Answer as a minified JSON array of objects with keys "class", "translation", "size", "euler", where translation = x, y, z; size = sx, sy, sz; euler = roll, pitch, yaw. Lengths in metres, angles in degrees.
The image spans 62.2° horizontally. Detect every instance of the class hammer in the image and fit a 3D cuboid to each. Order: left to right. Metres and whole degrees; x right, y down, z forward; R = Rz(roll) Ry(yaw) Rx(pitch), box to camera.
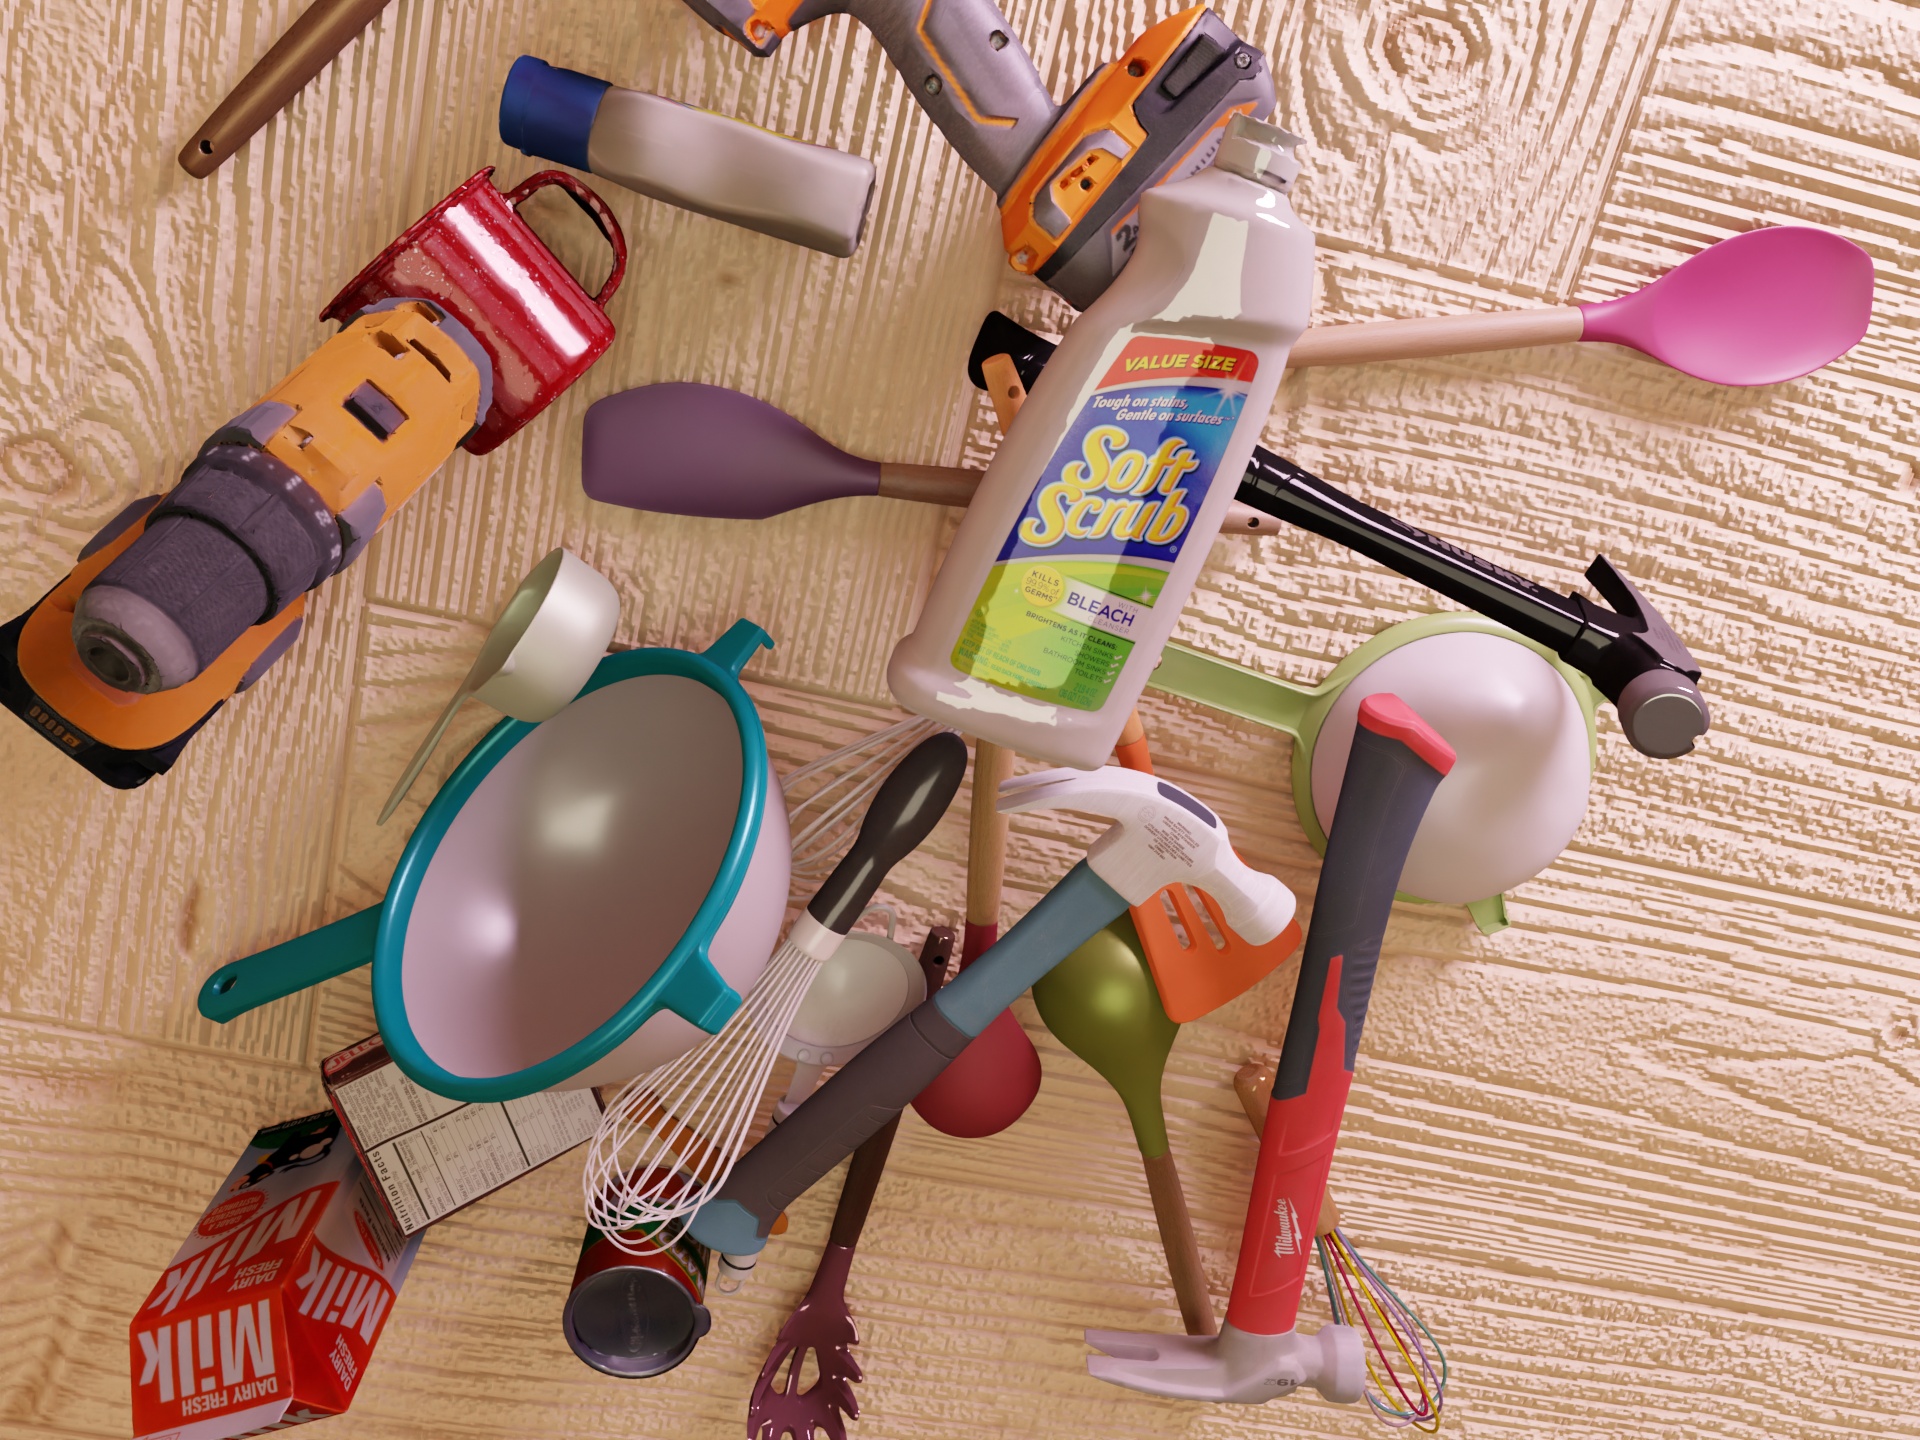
[{"class":"hammer","translation":[-0.011,0.146,0.735],"size":[0.128,0.033,0.331],"euler":[43,109,-10]},{"class":"hammer","translation":[0.152,0.169,0.754],"size":[0.143,0.038,0.386],"euler":[5,113,-2]},{"class":"hammer","translation":[0.156,-0.093,0.688],"size":[0.335,0.146,0.035],"euler":[26,117,1]}]

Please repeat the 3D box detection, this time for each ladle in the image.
[{"class":"ladle","translation":[0.013,0.068,0.737],"size":[0.069,0.031,0.315],"euler":[2,112,-4]},{"class":"ladle","translation":[0.104,0.235,0.833],"size":[0.078,0.062,0.320],"euler":[-15,116,2]}]

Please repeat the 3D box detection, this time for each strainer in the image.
[{"class":"strainer","translation":[-0.202,0.099,0.723],"size":[0.340,0.211,0.095],"euler":[-21,138,25]},{"class":"strainer","translation":[-0.083,0.189,0.798],"size":[0.086,0.050,0.258],"euler":[14,111,-19]},{"class":"strainer","translation":[0.188,0.013,0.739],"size":[0.256,0.069,0.151],"euler":[18,107,-11]}]

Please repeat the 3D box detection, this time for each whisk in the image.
[{"class":"whisk","translation":[-0.084,0.121,0.719],"size":[0.070,0.070,0.284],"euler":[34,97,-13]},{"class":"whisk","translation":[-0.001,-0.002,0.738],"size":[0.246,0.057,0.059],"euler":[-38,76,5]},{"class":"whisk","translation":[0.204,0.286,0.849],"size":[0.051,0.047,0.245],"euler":[-25,105,7]}]

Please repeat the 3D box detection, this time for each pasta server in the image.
[{"class":"pasta server","translation":[-0.052,0.252,0.826],"size":[0.060,0.040,0.316],"euler":[12,107,-20]}]

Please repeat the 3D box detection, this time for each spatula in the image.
[{"class":"spatula","translation":[-0.199,-0.323,0.616],"size":[0.317,0.044,0.082],"euler":[-40,110,11]},{"class":"spatula","translation":[-0.011,-0.108,0.714],"size":[0.316,0.018,0.059],"euler":[6,109,-4]},{"class":"spatula","translation":[0.073,-0.010,0.709],"size":[0.081,0.041,0.322],"euler":[-30,117,-16]}]

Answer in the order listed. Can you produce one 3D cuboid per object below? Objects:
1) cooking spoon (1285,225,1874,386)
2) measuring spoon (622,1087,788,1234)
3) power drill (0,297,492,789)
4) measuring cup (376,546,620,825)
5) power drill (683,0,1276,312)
[{"class":"cooking spoon","translation":[0.248,-0.174,0.705],"size":[0.319,0.017,0.068],"euler":[-5,108,-2]},{"class":"measuring spoon","translation":[-0.132,0.233,0.828],"size":[0.021,0.011,0.116],"euler":[-40,106,10]},{"class":"power drill","translation":[-0.285,-0.050,0.594],"size":[0.226,0.185,0.084],"euler":[-26,117,39]},{"class":"measuring cup","translation":[-0.208,-0.004,0.716],"size":[0.038,0.083,0.167],"euler":[31,114,-24]},{"class":"power drill","translation":[0.013,-0.288,0.622],"size":[0.226,0.084,0.164],"euler":[38,102,-10]}]
